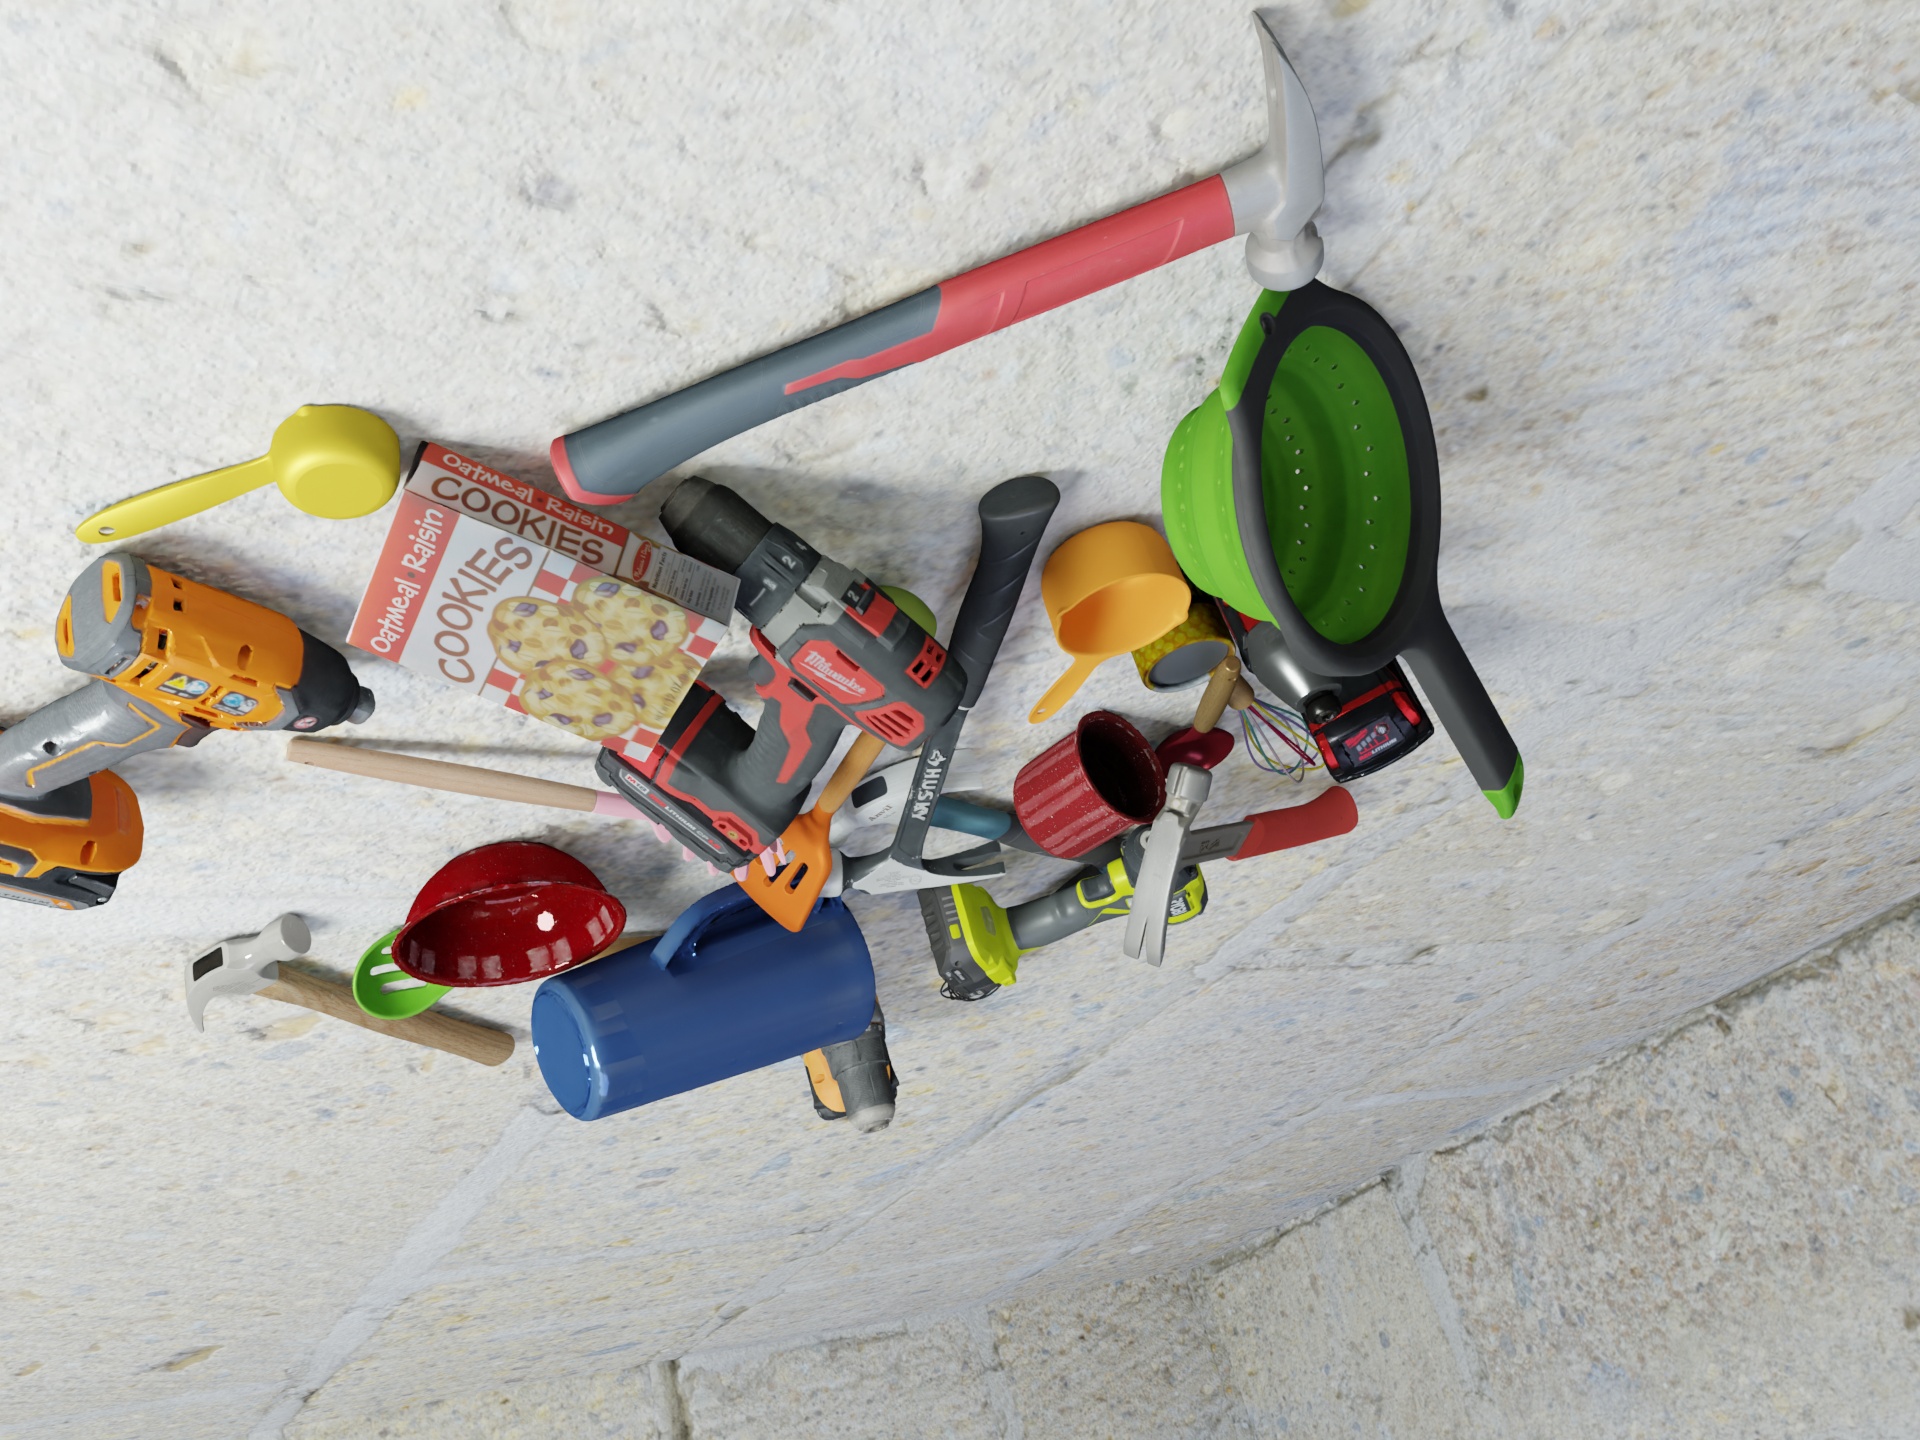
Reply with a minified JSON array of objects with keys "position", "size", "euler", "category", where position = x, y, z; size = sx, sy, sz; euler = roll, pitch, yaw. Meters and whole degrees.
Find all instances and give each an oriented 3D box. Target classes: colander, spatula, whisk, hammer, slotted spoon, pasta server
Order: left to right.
[{"position":[-0.466,0.229,1.250],"size":[0.130,0.031,0.331],"euler":[-25,151,12],"category":"hammer"},{"position":[-0.259,0.053,1.005],"size":[0.316,0.040,0.060],"euler":[12,148,-28],"category":"pasta server"},{"position":[-0.319,0.186,1.250],"size":[0.313,0.070,0.031],"euler":[0,-171,-36],"category":"slotted spoon"},{"position":[-0.086,0.051,1.042],"size":[0.041,0.081,0.322],"euler":[-43,175,-33],"category":"spatula"},{"position":[-0.019,-0.196,0.746],"size":[0.386,0.038,0.143],"euler":[-20,150,5],"category":"hammer"},{"position":[-0.002,-0.003,1.053],"size":[0.149,0.036,0.408],"euler":[0,141,-16],"category":"hammer"},{"position":[0.038,0.087,1.278],"size":[0.128,0.033,0.330],"euler":[-35,147,31],"category":"hammer"},{"position":[0.066,0.193,1.467],"size":[0.055,0.055,0.239],"euler":[16,133,-45],"category":"whisk"},{"position":[0.223,-0.010,1.201],"size":[0.051,0.047,0.244],"euler":[-53,142,-1],"category":"whisk"},{"position":[0.241,0.101,1.289],"size":[0.359,0.037,0.149],"euler":[-2,107,-56],"category":"hammer"},{"position":[0.220,-0.073,0.919],"size":[0.094,0.205,0.396],"euler":[-1,140,43],"category":"colander"}]

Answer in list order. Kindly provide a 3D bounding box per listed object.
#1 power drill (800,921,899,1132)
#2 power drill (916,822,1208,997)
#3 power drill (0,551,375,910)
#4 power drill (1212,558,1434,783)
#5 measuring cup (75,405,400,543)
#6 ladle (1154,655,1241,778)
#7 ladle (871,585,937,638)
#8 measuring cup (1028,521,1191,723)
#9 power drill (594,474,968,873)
[{"position":[-0.098,0.289,1.403],"size":[0.084,0.185,0.226],"euler":[-14,154,-10],"category":"power drill"},{"position":[0.086,0.147,1.298],"size":[0.223,0.080,0.171],"euler":[-20,156,6],"category":"power drill"},{"position":[-0.434,0.013,0.841],"size":[0.226,0.084,0.164],"euler":[-33,148,20],"category":"power drill"},{"position":[0.237,-0.039,1.055],"size":[0.078,0.143,0.219],"euler":[-31,151,18],"category":"power drill"},{"position":[-0.337,-0.102,0.742],"size":[0.156,0.029,0.062],"euler":[-19,151,-1],"category":"measuring cup"},{"position":[0.174,-0.002,1.126],"size":[0.069,0.031,0.315],"euler":[-17,168,-1],"category":"ladle"},{"position":[-0.098,0.012,1.051],"size":[0.062,0.078,0.320],"euler":[33,143,-3],"category":"ladle"},{"position":[0.077,-0.062,1.021],"size":[0.095,0.052,0.173],"euler":[-1,149,-28],"category":"measuring cup"},{"position":[-0.124,-0.024,0.901],"size":[0.187,0.080,0.226],"euler":[40,136,-11],"category":"power drill"}]
